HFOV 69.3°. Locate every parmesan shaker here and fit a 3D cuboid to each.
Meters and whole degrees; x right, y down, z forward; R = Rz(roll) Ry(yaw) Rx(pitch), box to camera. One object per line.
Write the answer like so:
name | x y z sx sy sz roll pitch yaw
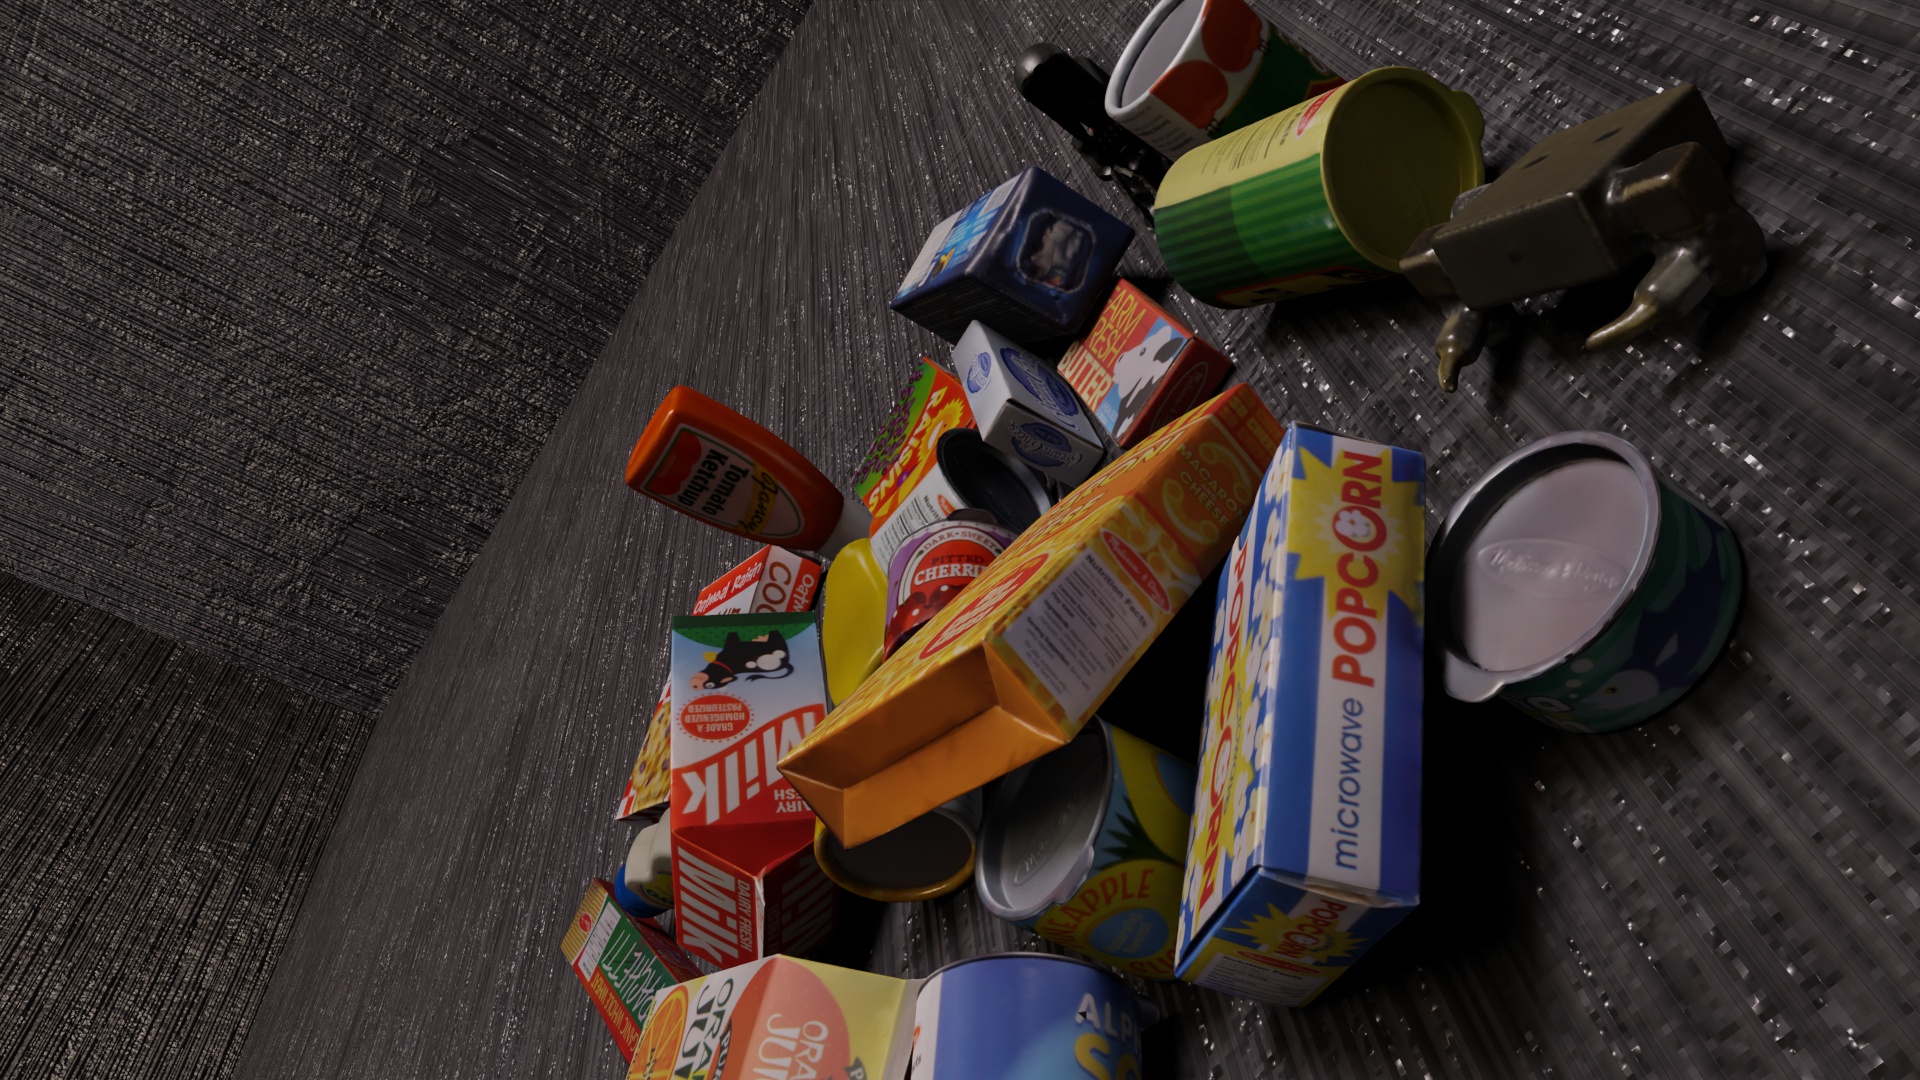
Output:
parmesan shaker | 0.125 -0.122 0.493 0.071 0.071 0.103 -65 21 -9

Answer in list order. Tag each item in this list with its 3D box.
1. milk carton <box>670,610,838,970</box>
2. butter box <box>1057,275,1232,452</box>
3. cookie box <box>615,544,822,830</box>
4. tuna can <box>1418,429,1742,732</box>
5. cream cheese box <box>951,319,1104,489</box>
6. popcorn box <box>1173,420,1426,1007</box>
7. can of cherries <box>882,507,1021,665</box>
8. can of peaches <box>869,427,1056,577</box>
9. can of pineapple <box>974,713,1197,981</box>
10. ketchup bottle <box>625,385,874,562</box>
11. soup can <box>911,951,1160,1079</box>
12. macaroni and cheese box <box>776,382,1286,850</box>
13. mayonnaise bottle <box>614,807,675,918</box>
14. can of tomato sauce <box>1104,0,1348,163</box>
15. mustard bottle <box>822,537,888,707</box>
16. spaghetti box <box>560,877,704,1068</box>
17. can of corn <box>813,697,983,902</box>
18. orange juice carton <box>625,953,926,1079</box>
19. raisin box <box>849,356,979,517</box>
milk carton | -0.095 0.117 0.636 0.191 0.073 0.072 -106 17 -54
butter box | 0.076 -0.075 0.596 0.053 0.024 0.104 -56 22 15
cookie box | -0.150 0.095 0.870 0.122 0.040 0.168 -28 40 54
tuna can | 0.144 0.012 0.329 0.070 0.033 0.071 -47 26 31
cream cheese box | 0.030 -0.065 0.648 0.024 0.053 0.104 -56 22 20
popcorn box | 0.088 0.046 0.361 0.084 0.038 0.127 97 -175 -57
can of cherries | 0.001 0.031 0.572 0.071 0.071 0.059 -46 27 34
can of peaches | 0.002 -0.008 0.626 0.057 0.071 0.071 -48 25 32
can of pineapple | 0.046 0.093 0.415 0.070 0.058 0.071 -48 26 32
ketchup bottle | -0.106 -0.026 0.769 0.064 0.149 0.044 -51 24 27
soup can | 0.020 0.166 0.378 0.071 0.071 0.084 -44 29 38
macaroni and cheese box | 0.029 0.022 0.463 0.123 0.040 0.167 -36 5 47
mayonnaise bottle | -0.147 0.174 0.741 0.147 0.065 0.041 -37 34 54
can of tomato sauce | 0.112 -0.180 0.565 0.071 0.083 0.071 -47 26 32
mustard bottle | -0.039 0.035 0.684 0.065 0.049 0.161 -60 21 17
spaghetti box | -0.183 0.242 0.778 0.250 0.028 0.050 0 63 66
can of corn | -0.024 0.102 0.549 0.071 0.071 0.058 -47 26 32
orange juice carton | -0.060 0.196 0.485 0.192 0.073 0.072 -37 32 55
raisin box | -0.012 -0.042 0.730 0.086 0.040 0.123 -57 23 7
